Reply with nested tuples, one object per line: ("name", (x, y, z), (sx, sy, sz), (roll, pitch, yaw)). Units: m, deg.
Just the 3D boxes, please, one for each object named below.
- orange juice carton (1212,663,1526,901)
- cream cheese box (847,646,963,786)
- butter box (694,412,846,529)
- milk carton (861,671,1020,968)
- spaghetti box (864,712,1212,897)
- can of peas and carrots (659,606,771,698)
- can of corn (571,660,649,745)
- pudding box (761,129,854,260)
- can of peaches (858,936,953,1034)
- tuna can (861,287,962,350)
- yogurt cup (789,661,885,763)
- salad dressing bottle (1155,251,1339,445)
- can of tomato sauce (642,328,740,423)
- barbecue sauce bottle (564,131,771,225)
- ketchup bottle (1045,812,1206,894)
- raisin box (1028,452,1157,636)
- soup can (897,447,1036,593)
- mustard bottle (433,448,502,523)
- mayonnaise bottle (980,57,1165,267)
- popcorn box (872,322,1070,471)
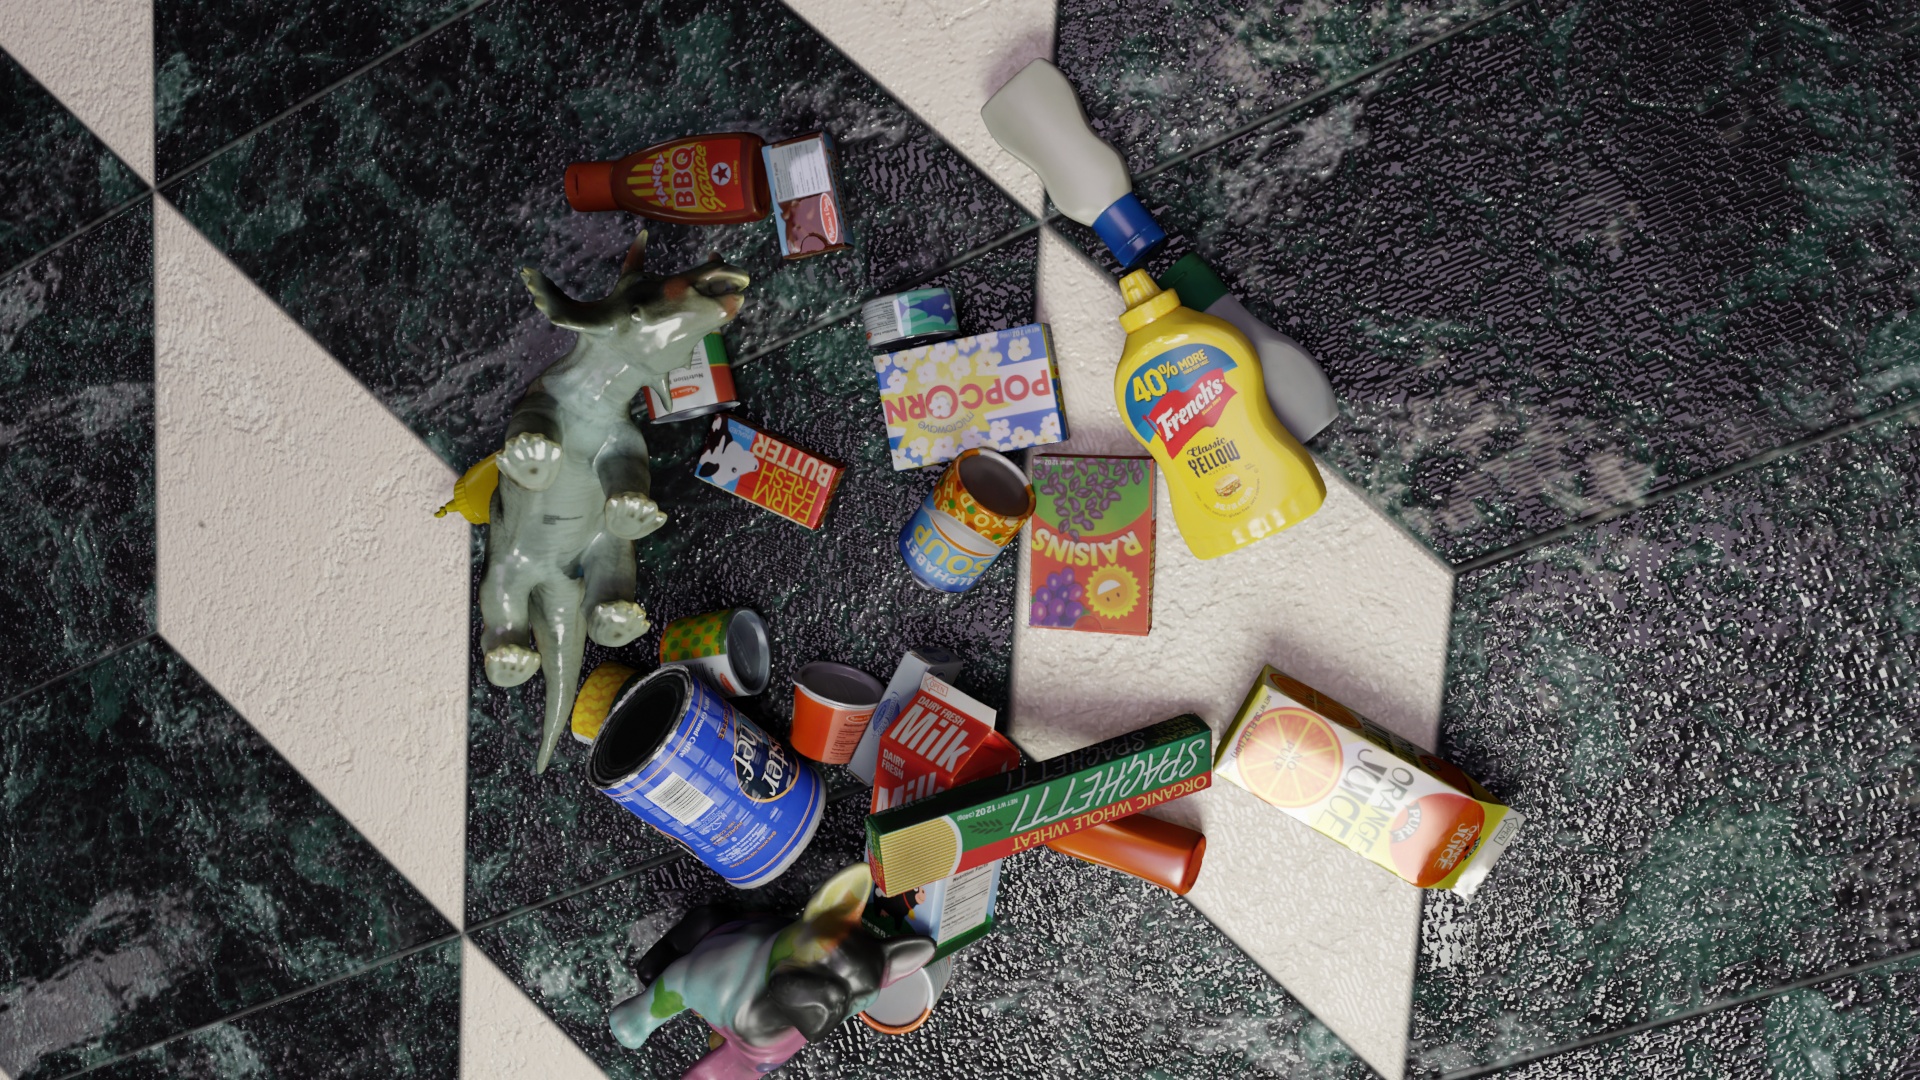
("orange juice carton", (0.272, 0.165, 0.931), (0.193, 0.073, 0.071), (29, 102, 9))
("cream cheese box", (-0.040, 0.127, 1.010), (0.024, 0.053, 0.103), (32, 103, 24))
("butter box", (-0.141, -0.052, 1.033), (0.103, 0.024, 0.053), (24, 101, 10))
("milk carton", (-0.014, 0.192, 0.976), (0.072, 0.074, 0.189), (23, 113, 38))
("spaghetti box", (0.058, 0.174, 0.931), (0.251, 0.029, 0.050), (-14, 116, -20))
("can of peas and carrots", (-0.182, 0.084, 1.036), (0.058, 0.071, 0.071), (-10, 94, 19))
("can of corn", (-0.253, 0.129, 1.058), (0.058, 0.071, 0.071), (18, 100, 11))
("pudding box", (-0.110, -0.248, 1.003), (0.049, 0.030, 0.083), (-10, 93, 13))
("can of peaches", (-0.046, 0.324, 1.032), (0.071, 0.058, 0.071), (1, 96, 13))
("tuna can", (-0.033, -0.156, 0.977), (0.071, 0.071, 0.033), (-9, 93, 14))
("yogurt cup", (-0.093, 0.128, 1.021), (0.072, 0.072, 0.053), (20, 108, 11))
("salad dressing bottle", (0.191, -0.128, 0.936), (0.064, 0.044, 0.147), (-40, 85, 22))
("can of tomato sauce", (-0.204, -0.133, 1.020), (0.071, 0.071, 0.083), (-13, 92, 15))
("barbecue sauce bottle", (-0.215, -0.263, 1.019), (0.148, 0.044, 0.064), (0, 97, 14))
("ketchup bottle", (0.096, 0.207, 0.986), (0.149, 0.065, 0.043), (15, 91, 21))
("raisin box", (0.094, 0.001, 0.975), (0.086, 0.040, 0.123), (3, 97, 12))
("soup can", (0.003, -0.012, 0.963), (0.071, 0.072, 0.083), (43, 129, 6))
("mustard bottle", (-0.337, -0.046, 1.068), (0.160, 0.049, 0.065), (-17, 96, 15))
("mayonnaise bottle", (0.081, -0.255, 0.951), (0.064, 0.041, 0.148), (-39, 87, 16))
("popcorn box", (0.008, -0.101, 0.985), (0.126, 0.038, 0.085), (-9, 95, 14))
